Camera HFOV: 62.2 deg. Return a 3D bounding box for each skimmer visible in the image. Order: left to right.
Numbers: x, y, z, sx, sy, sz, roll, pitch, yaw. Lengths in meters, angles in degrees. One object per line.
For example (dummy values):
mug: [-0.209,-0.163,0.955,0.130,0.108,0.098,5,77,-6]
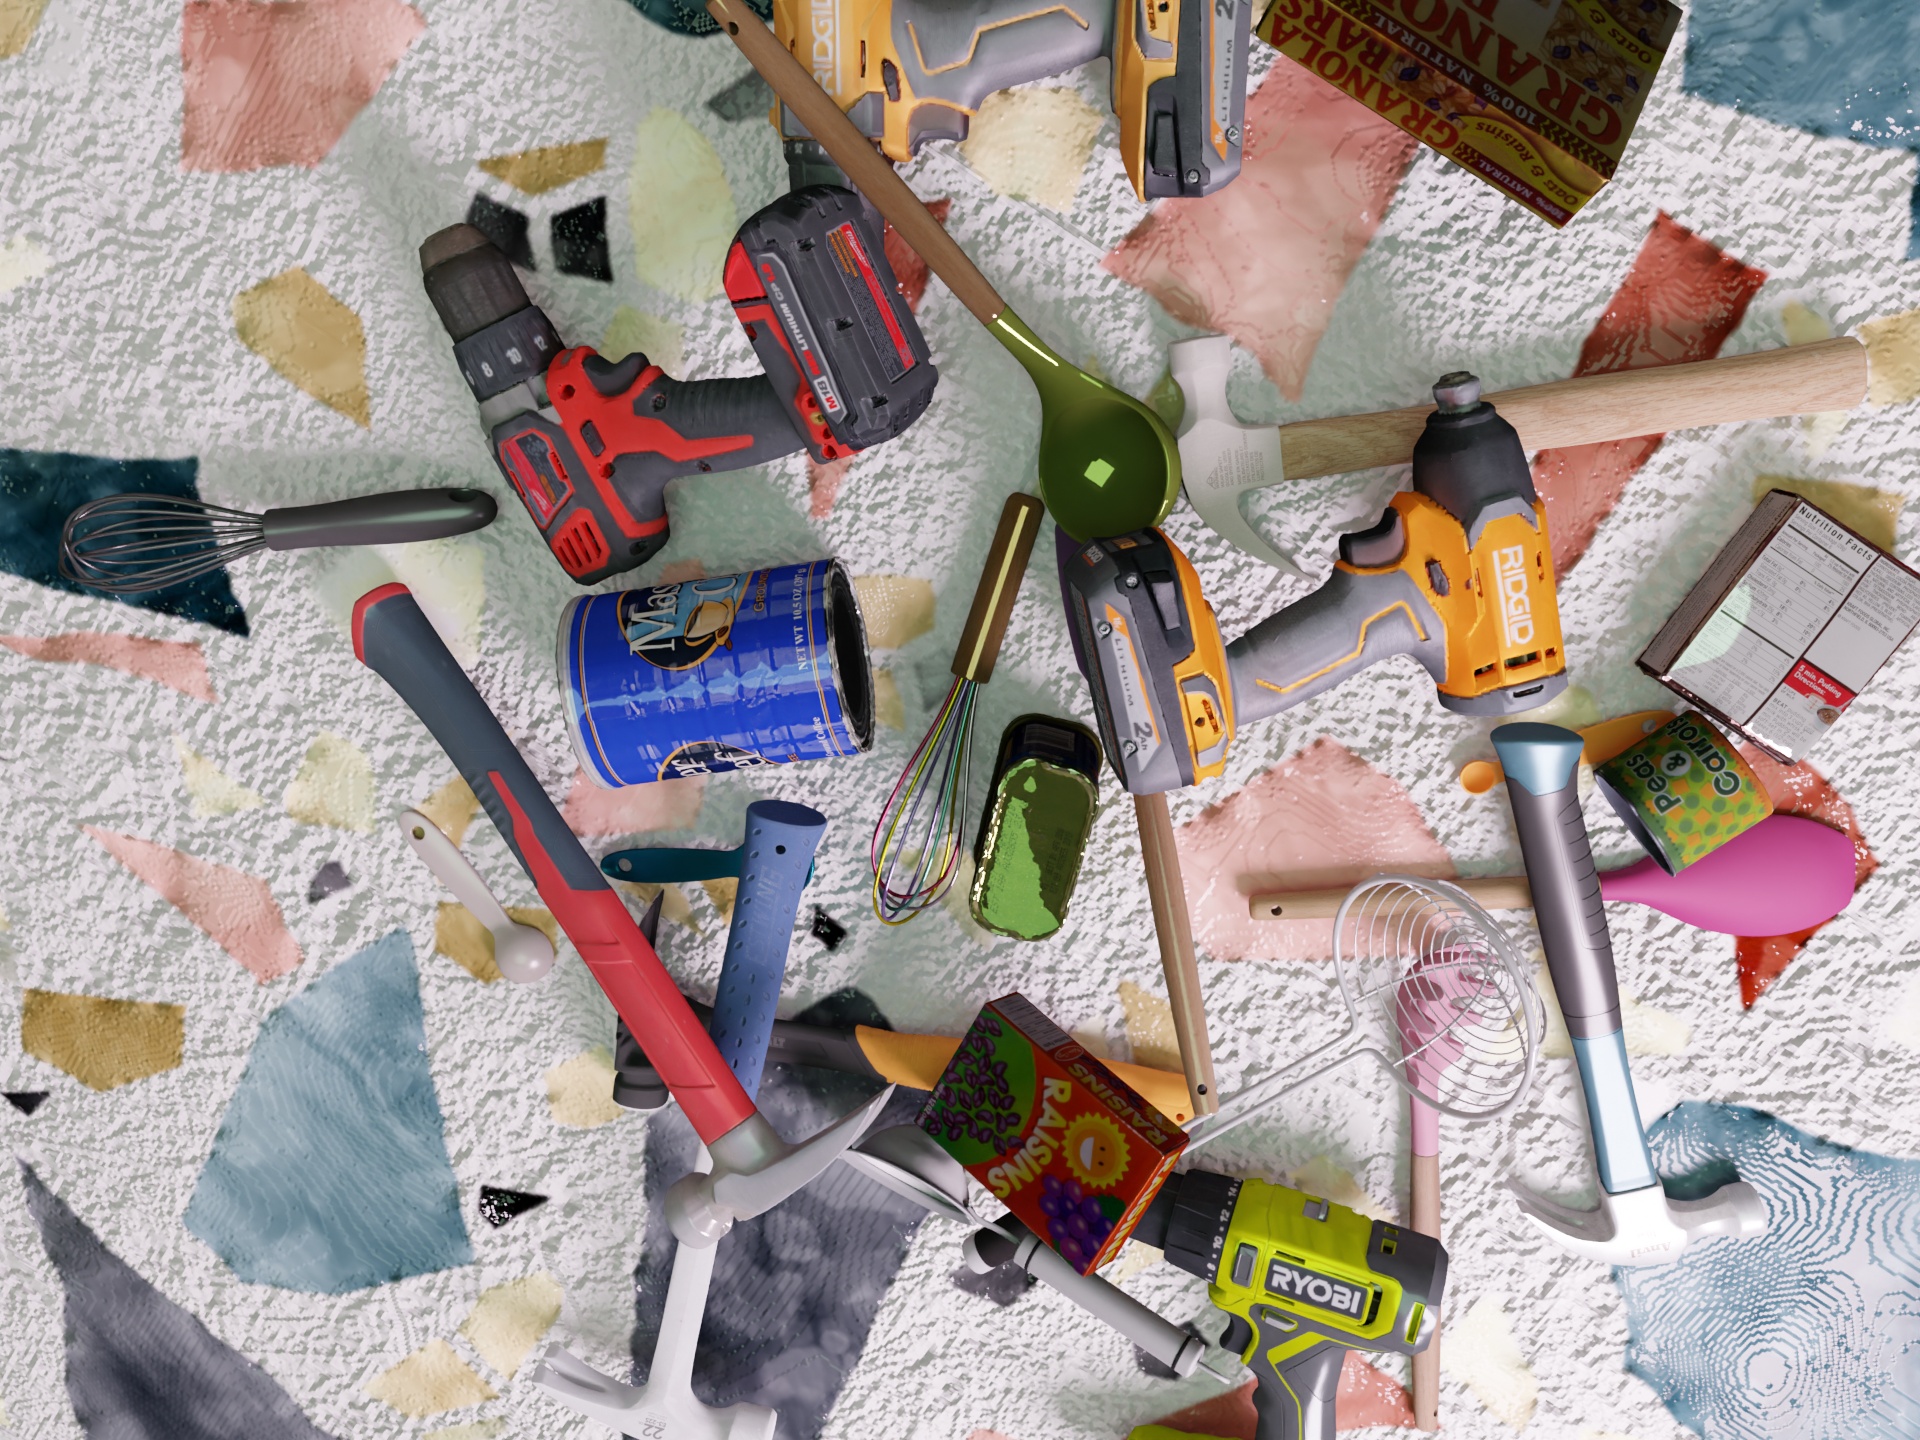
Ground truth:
skimmer: [0.131,0.206,0.823,0.363,0.090,0.127,-36,71,20]

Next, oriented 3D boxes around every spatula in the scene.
spatula: [0.100,0.043,0.817,0.060,0.018,0.316,-10,84,7]

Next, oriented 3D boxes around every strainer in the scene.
strainer: [0.031,0.279,0.855,0.258,0.086,0.050,28,69,21]

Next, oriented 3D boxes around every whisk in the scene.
whisk: [-0.366,-0.103,0.852,0.239,0.055,0.055,-5,104,1]
whisk: [0.000,-0.003,0.851,0.047,0.051,0.245,14,102,-21]

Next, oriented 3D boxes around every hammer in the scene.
hammer: [-0.192,0.081,0.833,0.143,0.038,0.386,-37,84,20]
hammer: [-0.141,0.235,0.887,0.144,0.035,0.405,13,107,1]
hammer: [-0.028,0.184,0.900,0.337,0.034,0.127,9,106,2]
hammer: [0.274,-0.147,0.792,0.331,0.031,0.130,-7,103,6]
hammer: [0.337,0.151,0.848,0.128,0.033,0.330,-16,107,8]

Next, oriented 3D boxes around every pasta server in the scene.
pasta server: [0.268,0.268,0.894,0.040,0.060,0.316,13,113,46]

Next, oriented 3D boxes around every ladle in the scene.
ladle: [-0.004,-0.200,0.736,0.078,0.062,0.319,-19,129,40]

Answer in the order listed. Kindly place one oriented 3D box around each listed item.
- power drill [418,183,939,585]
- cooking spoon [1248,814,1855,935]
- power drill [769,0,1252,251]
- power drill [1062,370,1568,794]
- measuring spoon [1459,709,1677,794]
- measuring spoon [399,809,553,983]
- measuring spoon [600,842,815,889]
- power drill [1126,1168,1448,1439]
power drill: [-0.146,-0.181,0.771,0.227,0.080,0.187,-17,109,27]
cooking spoon: [0.316,0.092,0.855,0.319,0.017,0.068,-4,103,5]
power drill: [0.020,-0.287,0.755,0.226,0.084,0.185,4,109,8]
power drill: [0.169,-0.064,0.758,0.226,0.084,0.164,-15,108,-2]
measuring spoon: [0.320,0.015,0.842,0.117,0.011,0.021,-17,110,5]
measuring spoon: [-0.280,0.102,0.908,0.034,0.018,0.124,-37,98,12]
measuring spoon: [-0.141,0.078,0.895,0.128,0.021,0.042,-2,105,15]
power drill: [0.156,0.367,0.903,0.190,0.080,0.228,14,104,17]
